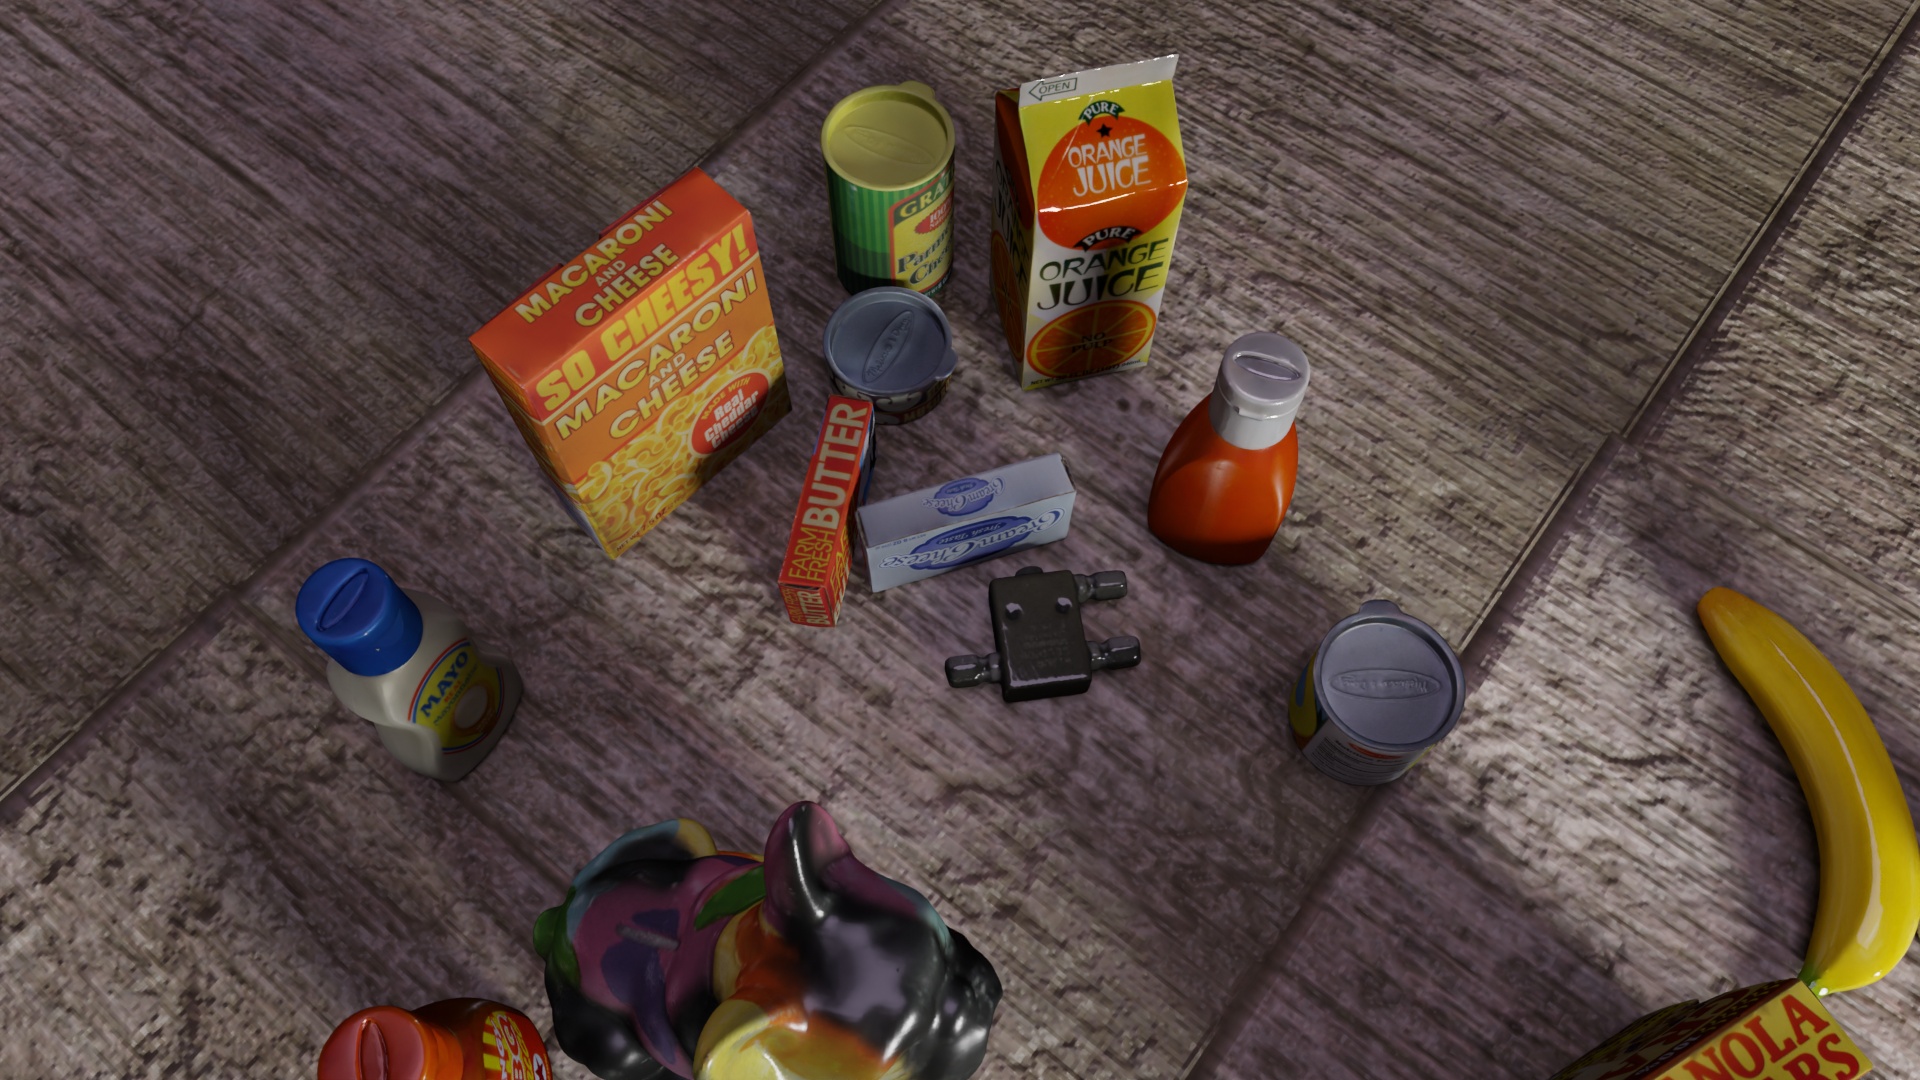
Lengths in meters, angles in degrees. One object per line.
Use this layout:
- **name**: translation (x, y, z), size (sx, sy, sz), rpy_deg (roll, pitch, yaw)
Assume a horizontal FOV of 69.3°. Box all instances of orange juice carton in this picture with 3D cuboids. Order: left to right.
- **orange juice carton**: translation (0.058, -0.157, 0.664), size (0.072, 0.192, 0.073), rpy_deg (-12, 66, -6)

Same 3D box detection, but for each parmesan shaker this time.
- **parmesan shaker**: translation (-0.034, -0.178, 0.723), size (0.071, 0.102, 0.071), rpy_deg (0, 65, 0)

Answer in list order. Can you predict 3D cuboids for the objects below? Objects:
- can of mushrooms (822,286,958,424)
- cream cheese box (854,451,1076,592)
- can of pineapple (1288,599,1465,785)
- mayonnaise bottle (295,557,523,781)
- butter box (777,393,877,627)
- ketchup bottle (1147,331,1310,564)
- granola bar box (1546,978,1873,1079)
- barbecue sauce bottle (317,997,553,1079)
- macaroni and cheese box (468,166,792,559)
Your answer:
- **can of mushrooms**: translation (-0.035, -0.095, 0.722), size (0.071, 0.033, 0.071), rpy_deg (0, 65, 0)
- **cream cheese box**: translation (0.002, -0.008, 0.670), size (0.104, 0.053, 0.024), rpy_deg (-16, 66, -8)
- **can of pineapple**: translation (0.188, 0.071, 0.631), size (0.071, 0.057, 0.071), rpy_deg (0, 65, 0)
- **mayonnaise bottle**: translation (-0.232, 0.054, 0.587), size (0.041, 0.147, 0.065), rpy_deg (25, 67, 11)
- **butter box**: translation (-0.063, -0.014, 0.672), size (0.024, 0.053, 0.104), rpy_deg (10, 65, 4)
- **ketchup bottle**: translation (0.125, -0.039, 0.633), size (0.065, 0.148, 0.044), rpy_deg (18, 66, 8)
- **granola bar box**: translation (0.233, 0.228, 0.520), size (0.166, 0.123, 0.039), rpy_deg (-27, 68, -12)
- **barbecue sauce bottle**: translation (-0.192, 0.201, 0.517), size (0.044, 0.148, 0.065), rpy_deg (-13, 66, -6)
- **macaroni and cheese box**: translation (-0.143, -0.075, 0.639), size (0.040, 0.165, 0.124), rpy_deg (41, 71, 17)
